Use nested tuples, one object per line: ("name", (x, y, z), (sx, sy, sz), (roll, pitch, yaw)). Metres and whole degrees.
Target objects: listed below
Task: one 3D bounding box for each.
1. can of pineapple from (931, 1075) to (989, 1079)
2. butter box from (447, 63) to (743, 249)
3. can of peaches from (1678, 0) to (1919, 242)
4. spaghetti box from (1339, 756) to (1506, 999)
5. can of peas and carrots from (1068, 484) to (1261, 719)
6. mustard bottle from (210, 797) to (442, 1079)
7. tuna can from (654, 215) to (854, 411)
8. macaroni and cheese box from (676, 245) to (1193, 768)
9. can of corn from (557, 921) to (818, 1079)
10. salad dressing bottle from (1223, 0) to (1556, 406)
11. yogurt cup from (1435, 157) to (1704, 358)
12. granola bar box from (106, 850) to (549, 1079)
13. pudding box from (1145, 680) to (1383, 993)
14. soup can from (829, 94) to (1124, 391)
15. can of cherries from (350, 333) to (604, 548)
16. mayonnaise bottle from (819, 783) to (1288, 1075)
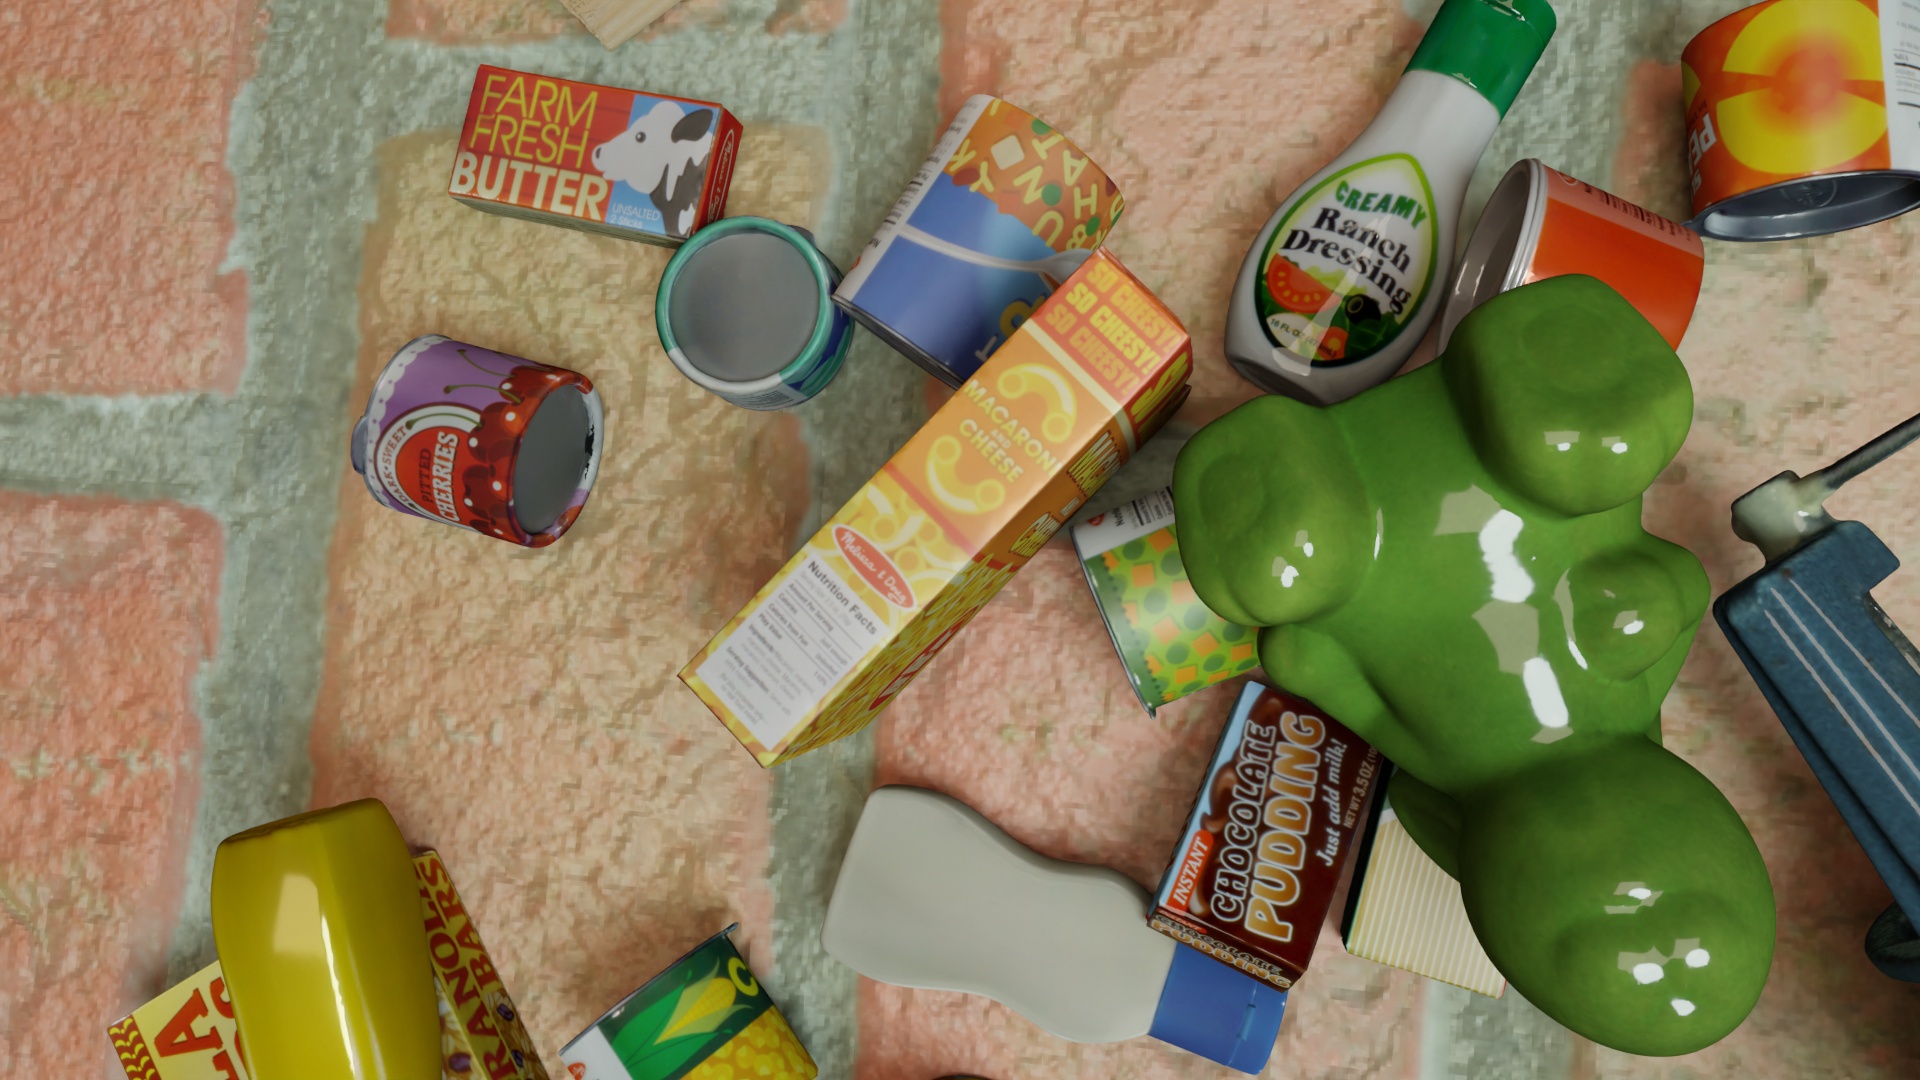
("can of pineapple", (-0.002, 0.215, 0.449), (0.071, 0.058, 0.071), (-1, 85, 10))
("butter box", (-0.138, -0.143, 0.523), (0.103, 0.024, 0.053), (13, 88, 11))
("can of peaches", (0.258, -0.129, 0.429), (0.071, 0.071, 0.058), (-2, 85, 10))
("spaghetti box", (0.178, 0.018, 0.449), (0.050, 0.028, 0.250), (14, 88, 12))
("can of peas and carrots", (0.075, 0.017, 0.450), (0.059, 0.071, 0.071), (-23, 82, 7))
("mustard bottle", (-0.197, 0.167, 0.447), (0.049, 0.065, 0.160), (-12, 86, 3))
("tuna can", (-0.073, -0.084, 0.502), (0.071, 0.033, 0.071), (-1, 85, 10))
("macaroni and cheese box", (0.002, -0.005, 0.435), (0.166, 0.124, 0.040), (-45, 82, 4))
("can of corn", (-0.088, 0.173, 0.466), (0.071, 0.071, 0.058), (-38, 81, 5))
("salad dressing bottle", (0.143, -0.114, 0.460), (0.064, 0.044, 0.147), (30, 91, 13))
("yogurt cup", (0.179, -0.072, 0.410), (0.054, 0.072, 0.072), (18, 89, 4))
("granola bar box", (-0.211, 0.215, 0.497), (0.124, 0.039, 0.165), (-31, 81, 5))
("pudding box", (0.097, 0.092, 0.440), (0.050, 0.030, 0.084), (24, 62, 11))
("soup can", (0.009, -0.096, 0.472), (0.071, 0.071, 0.083), (35, 92, 11))
("can of cherries", (-0.170, -0.034, 0.496), (0.058, 0.071, 0.071), (16, 88, 10))
("mayonnaise bottle", (0.032, 0.132, 0.460), (0.148, 0.041, 0.065), (18, 85, 10))
